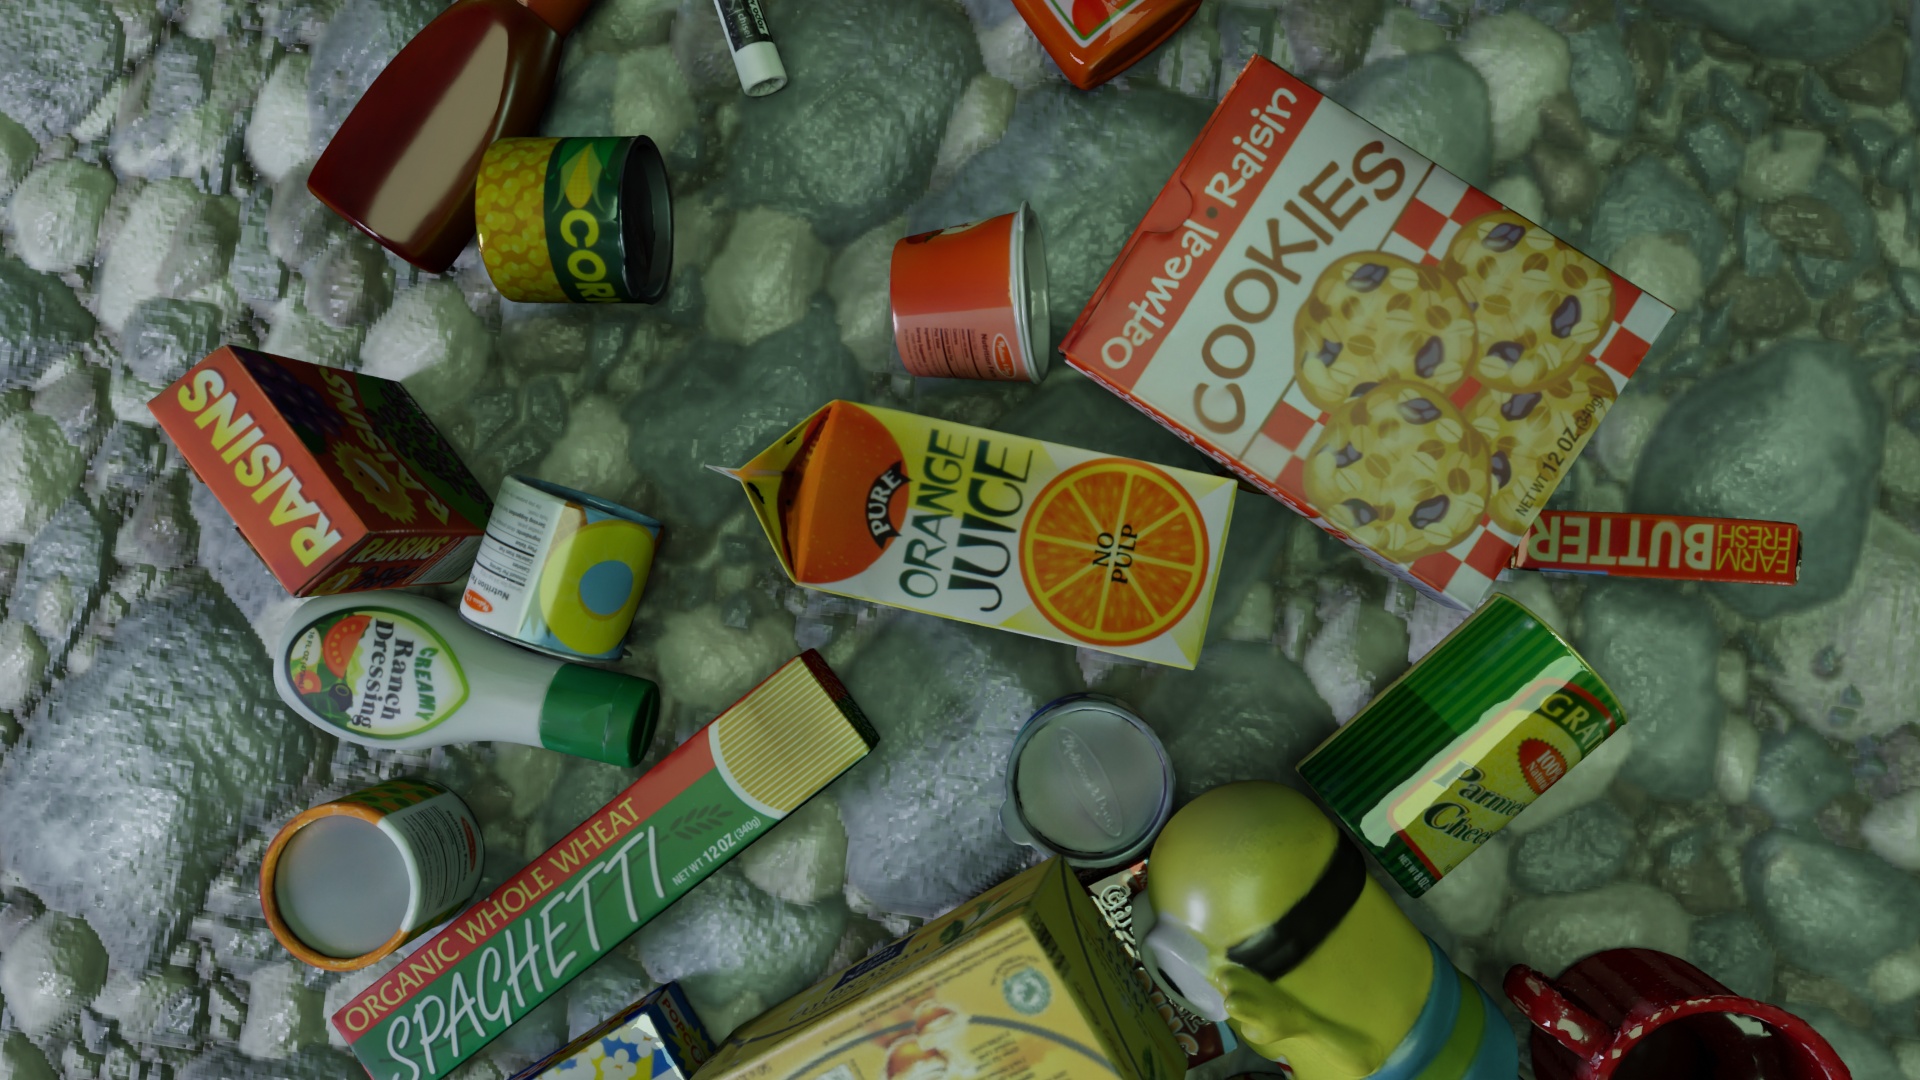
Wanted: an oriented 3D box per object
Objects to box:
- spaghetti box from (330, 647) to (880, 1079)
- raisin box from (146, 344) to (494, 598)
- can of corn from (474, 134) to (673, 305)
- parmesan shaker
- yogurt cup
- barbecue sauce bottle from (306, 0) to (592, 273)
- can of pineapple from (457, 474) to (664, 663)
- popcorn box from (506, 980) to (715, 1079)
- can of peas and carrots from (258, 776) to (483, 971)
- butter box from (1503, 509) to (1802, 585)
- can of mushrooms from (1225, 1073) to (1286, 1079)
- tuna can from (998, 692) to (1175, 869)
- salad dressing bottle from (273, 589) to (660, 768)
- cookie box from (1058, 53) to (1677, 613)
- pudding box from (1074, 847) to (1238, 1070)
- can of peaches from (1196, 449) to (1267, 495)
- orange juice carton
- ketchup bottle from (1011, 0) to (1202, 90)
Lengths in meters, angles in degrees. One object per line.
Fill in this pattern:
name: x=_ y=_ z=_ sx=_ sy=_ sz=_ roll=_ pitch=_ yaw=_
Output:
spaghetti box: x=-0.146 y=0.139 z=0.570 sx=0.250 sy=0.028 sz=0.050 roll=-38 pitch=86 yaw=3
raisin box: x=-0.234 y=-0.024 z=0.530 sx=0.040 sy=0.123 sz=0.086 roll=-38 pitch=88 yaw=3
can of corn: x=-0.152 y=-0.125 z=0.551 sx=0.058 sy=0.071 sz=0.071 roll=1 pitch=90 yaw=5
parmesan shaker: x=0.190 y=0.080 z=0.529 sx=0.103 sy=0.071 sz=0.071 roll=-42 pitch=87 yaw=4
yogurt cup: x=0.005 y=-0.093 z=0.544 sx=0.054 sy=0.072 sz=0.072 roll=-3 pitch=90 yaw=12
barbecue sauce bottle: x=-0.199 y=-0.186 z=0.568 sx=0.065 sy=0.043 sz=0.148 roll=35 pitch=92 yaw=4
can of pineapple: x=-0.157 y=0.011 z=0.554 sx=0.071 sy=0.071 sz=0.058 roll=19 pitch=91 yaw=4
popcorn box: x=-0.153 y=0.252 z=0.565 sx=0.126 sy=0.038 sz=0.085 roll=-32 pitch=87 yaw=3
can of peas and carrots: x=-0.239 y=0.134 z=0.561 sx=0.071 sy=0.059 sz=0.071 roll=0 pitch=89 yaw=4
butter box: x=0.255 y=0.001 z=0.530 sx=0.103 sy=0.053 sz=0.024 roll=3 pitch=92 yaw=4
can of mushrooms: x=0.118 y=0.247 z=0.548 sx=0.071 sy=0.033 sz=0.071 roll=0 pitch=91 yaw=4
tuna can: x=0.049 y=0.096 z=0.554 sx=0.071 sy=0.033 sz=0.071 roll=0 pitch=90 yaw=4
salad dressing bottle: x=-0.199 y=0.059 z=0.566 sx=0.148 sy=0.044 sz=0.064 roll=11 pitch=90 yaw=4
cookie box: x=0.137 y=-0.071 z=0.485 sx=0.167 sy=0.040 sz=0.123 roll=33 pitch=92 yaw=3
pudding box: x=0.071 y=0.170 z=0.554 sx=0.049 sy=0.030 sz=0.083 roll=-25 pitch=88 yaw=3
can of peaches: x=0.126 y=-0.052 z=0.537 sx=0.071 sy=0.058 sz=0.071 roll=0 pitch=90 yaw=5
orange juice carton: x=0.002 y=-0.007 z=0.539 sx=0.193 sy=0.072 sz=0.073 roll=12 pitch=90 yaw=4
ketchup bottle: x=0.030 y=-0.256 z=0.552 sx=0.065 sy=0.043 sz=0.149 roll=-35 pitch=87 yaw=3
